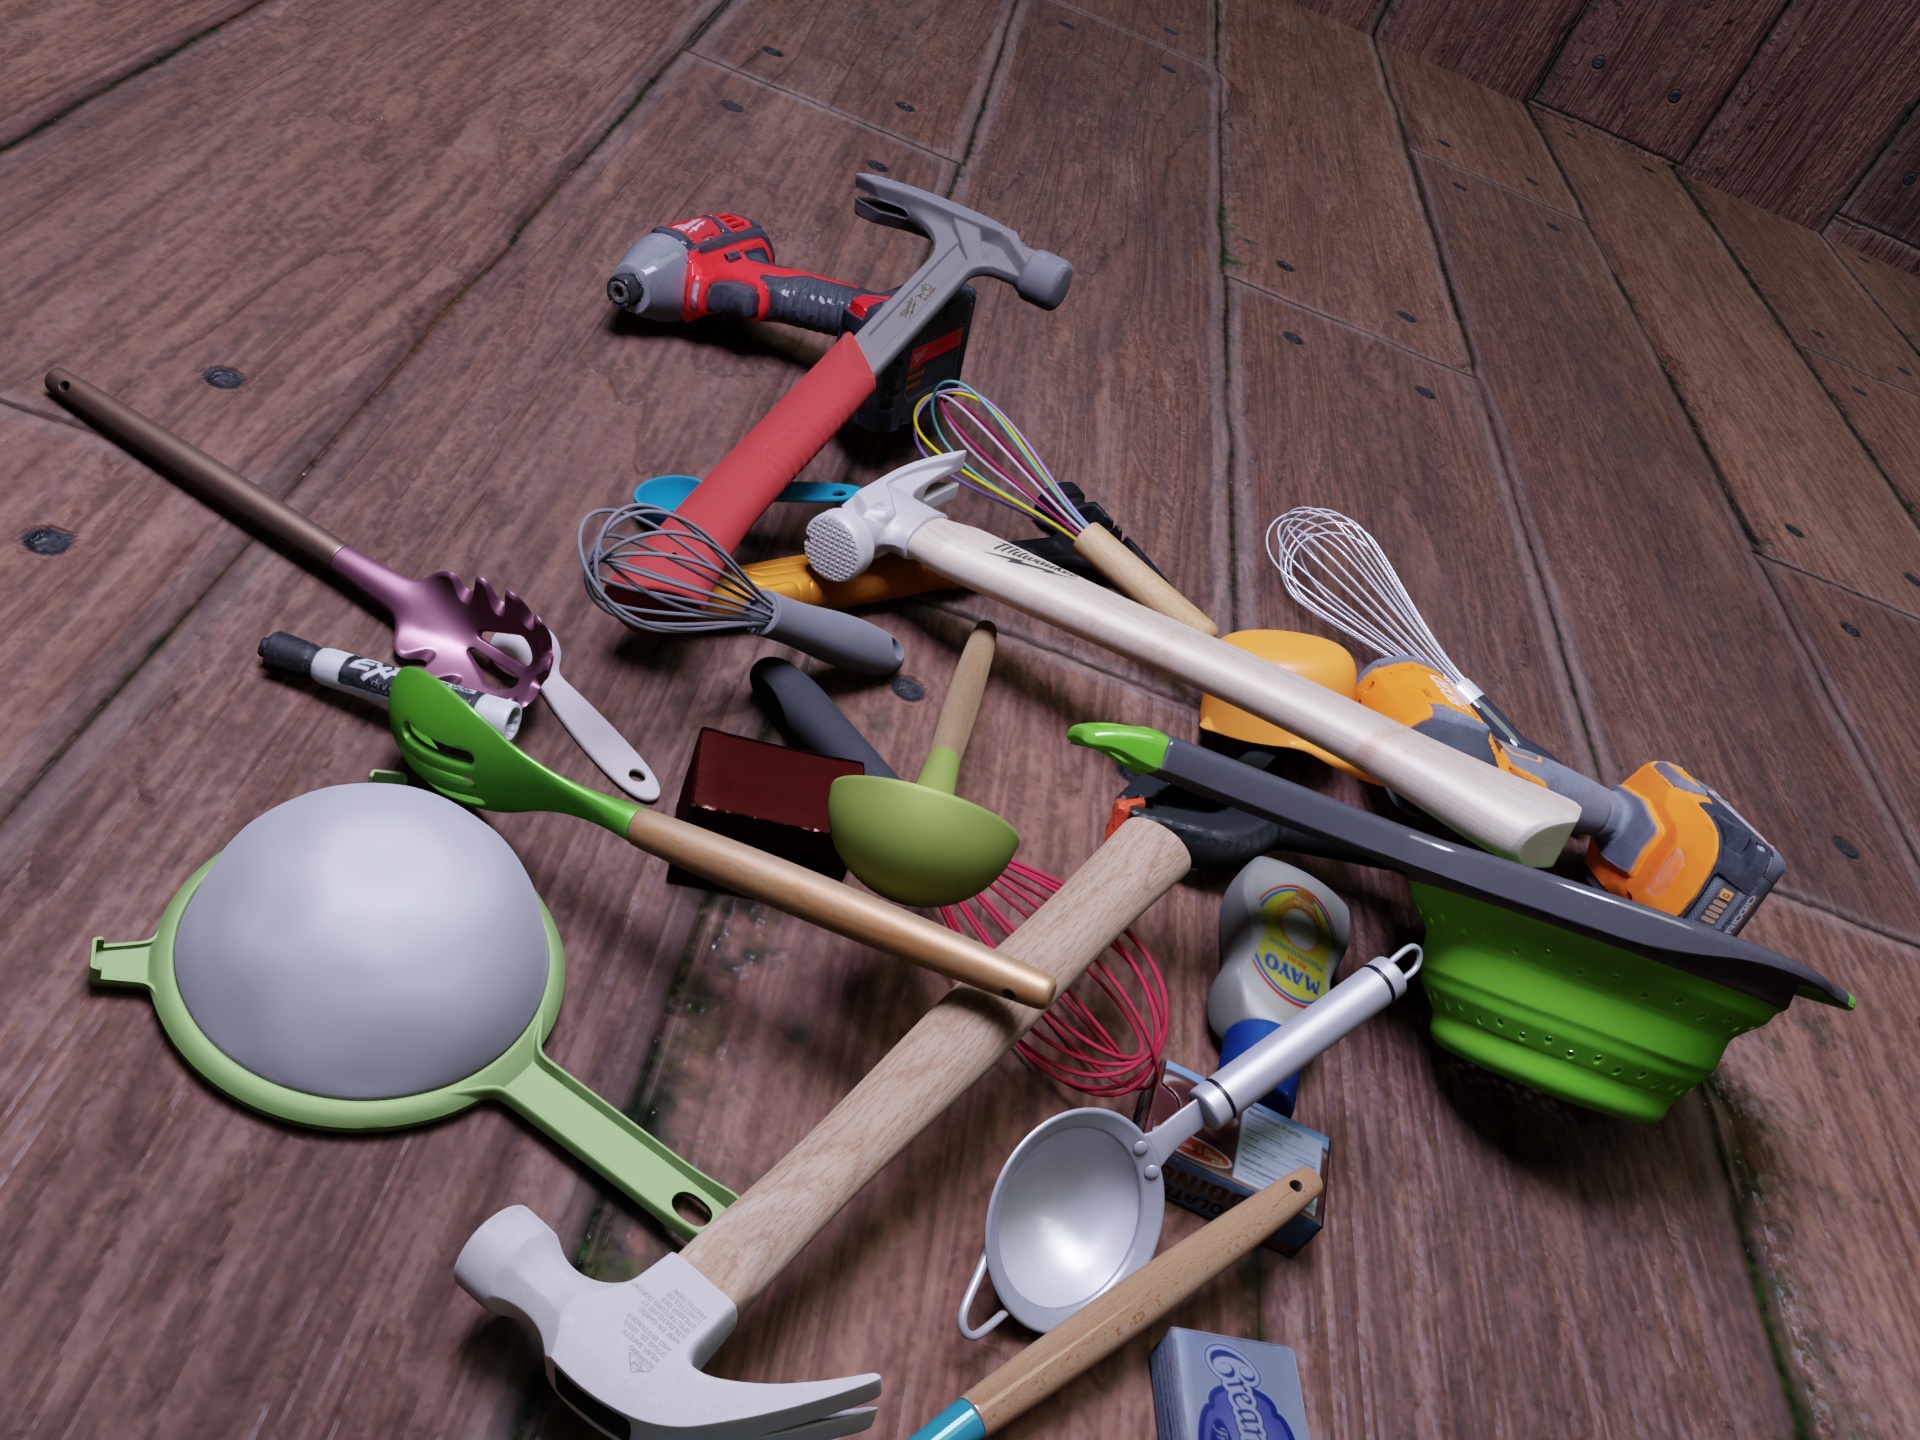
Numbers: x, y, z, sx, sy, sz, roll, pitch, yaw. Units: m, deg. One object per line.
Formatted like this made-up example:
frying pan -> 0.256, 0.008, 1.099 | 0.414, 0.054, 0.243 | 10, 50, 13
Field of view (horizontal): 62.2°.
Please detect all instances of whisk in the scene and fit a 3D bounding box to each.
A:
whisk -> 0.305, -0.038, 1.036 | 0.070, 0.070, 0.285 | -20, 61, -43
whisk -> -0.097, -0.055, 0.771 | 0.055, 0.055, 0.238 | 50, 17, 28
whisk -> 0.062, -0.127, 0.956 | 0.245, 0.051, 0.047 | 44, 35, 20
whisk -> -0.009, 0.061, 0.740 | 0.073, 0.073, 0.296 | -17, 49, -41

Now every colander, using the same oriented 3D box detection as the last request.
colander -> 0.219, 0.104, 0.742 | 0.397, 0.094, 0.204 | 20, -2, -15

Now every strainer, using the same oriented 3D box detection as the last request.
strainer -> -0.176, 0.101, 0.586 | 0.256, 0.069, 0.151 | 33, 38, 12
strainer -> 0.094, 0.160, 0.640 | 0.258, 0.086, 0.050 | -29, 18, -22

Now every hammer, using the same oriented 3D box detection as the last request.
hammer -> -0.012, 0.132, 0.587 | 0.130, 0.031, 0.331 | 32, 46, 23
hammer -> -0.025, -0.081, 0.914 | 0.336, 0.034, 0.127 | -11, 49, -38
hammer -> 0.124, -0.038, 0.837 | 0.411, 0.038, 0.146 | 27, 35, 18
hammer -> -0.082, -0.180, 0.871 | 0.149, 0.036, 0.359 | 27, 55, 14

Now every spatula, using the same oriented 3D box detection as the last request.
spatula -> 0.027, 0.228, 0.559 | 0.317, 0.044, 0.082 | -21, 53, -35

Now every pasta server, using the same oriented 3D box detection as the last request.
pasta server -> -0.320, -0.092, 0.758 | 0.316, 0.060, 0.040 | 31, -3, 10

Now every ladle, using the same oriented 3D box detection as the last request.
ladle -> -0.001, -0.002, 0.745 | 0.078, 0.062, 0.320 | 17, 23, 0

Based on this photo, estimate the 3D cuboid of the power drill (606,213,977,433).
power drill -> -0.114, -0.266, 1.029 | 0.220, 0.078, 0.143 | 24, 33, 17

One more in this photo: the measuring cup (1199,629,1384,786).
measuring cup -> 0.197, -0.010, 0.881 | 0.095, 0.052, 0.174 | -2, 16, -18

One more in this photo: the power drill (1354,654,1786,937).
power drill -> 0.334, 0.050, 0.891 | 0.226, 0.084, 0.164 | 24, 20, -8

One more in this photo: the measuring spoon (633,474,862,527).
measuring spoon -> -0.118, -0.120, 0.894 | 0.128, 0.021, 0.042 | -1, 36, -6

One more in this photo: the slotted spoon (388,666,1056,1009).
slotted spoon -> -0.107, 0.049, 0.630 | 0.314, 0.070, 0.031 | 20, 49, 18

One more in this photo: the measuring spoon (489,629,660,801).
measuring spoon -> -0.180, -0.008, 0.754 | 0.124, 0.018, 0.034 | 45, 41, 22
